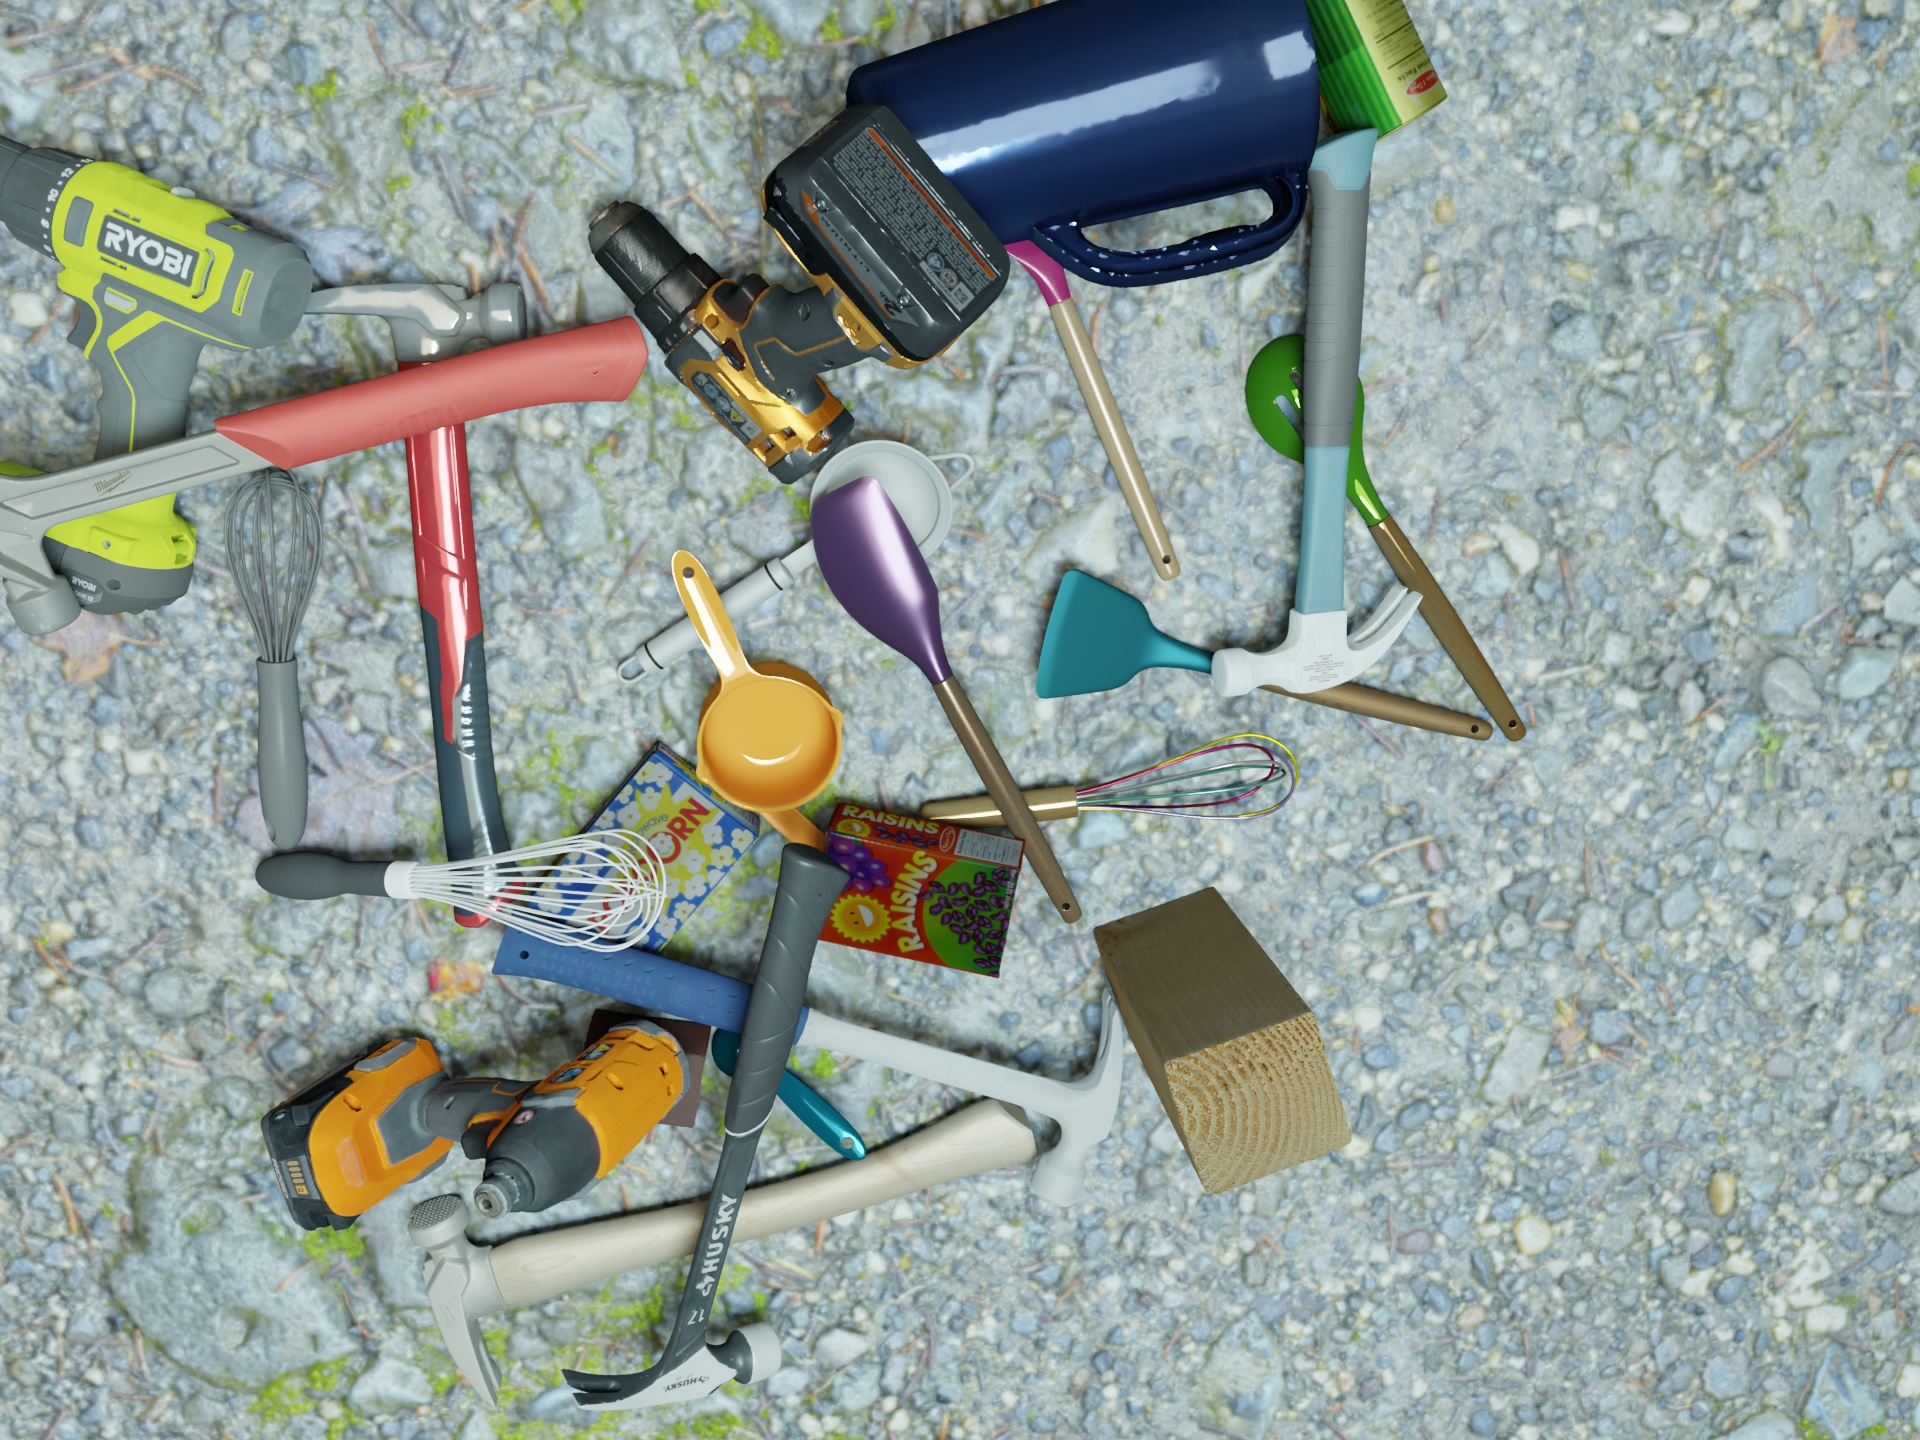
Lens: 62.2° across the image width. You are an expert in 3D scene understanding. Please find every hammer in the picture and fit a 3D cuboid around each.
[{"bbox_3d":[-0.138,0.255,0.960,0.149,0.036,0.408,-1,116,-38],"label":"hammer"},{"bbox_3d":[0.219,-0.178,0.950,0.128,0.033,0.331,-5,108,-13],"label":"hammer"},{"bbox_3d":[-0.147,0.341,1.069,0.410,0.038,0.146,-14,106,-3],"label":"hammer"},{"bbox_3d":[-0.087,0.190,1.002,0.405,0.035,0.144,19,101,-11],"label":"hammer"},{"bbox_3d":[-0.344,-0.166,0.849,0.359,0.037,0.149,-20,125,-18],"label":"hammer"},{"bbox_3d":[-0.321,-0.062,0.953,0.143,0.038,0.386,-2,103,-5],"label":"hammer"}]

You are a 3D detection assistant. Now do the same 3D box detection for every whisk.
[{"bbox_3d":[-0.301,0.095,0.943,0.284,0.070,0.070,1,104,19],"label":"whisk"},{"bbox_3d":[-0.404,-0.034,0.946,0.055,0.055,0.239,3,107,-7],"label":"whisk"},{"bbox_3d":[0.096,0.045,1.026,0.245,0.051,0.047,-7,115,1],"label":"whisk"}]

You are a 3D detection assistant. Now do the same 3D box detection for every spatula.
[{"bbox_3d":[-0.002,-0.003,0.978,0.060,0.018,0.315,-26,108,12],"label":"spatula"},{"bbox_3d":[0.201,-0.024,1.020,0.317,0.044,0.082,13,98,-10],"label":"spatula"}]

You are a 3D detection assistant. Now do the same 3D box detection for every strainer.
[{"bbox_3d":[-0.105,-0.096,0.969,0.258,0.050,0.086,-32,117,7],"label":"strainer"}]

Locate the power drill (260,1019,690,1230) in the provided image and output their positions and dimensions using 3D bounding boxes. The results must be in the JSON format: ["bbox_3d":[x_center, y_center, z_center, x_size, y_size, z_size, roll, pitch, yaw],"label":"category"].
[{"bbox_3d":[-0.292,0.241,0.929,0.226,0.164,0.084,-9,102,23],"label":"power drill"}]

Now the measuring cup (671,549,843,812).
[{"bbox_3d":[-0.134,-0.029,0.969,0.095,0.052,0.173,-23,109,-1],"label":"measuring cup"}]

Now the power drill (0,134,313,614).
[{"bbox_3d":[-0.480,-0.191,0.872,0.190,0.080,0.228,23,104,-2],"label":"power drill"}]

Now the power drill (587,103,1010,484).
[{"bbox_3d":[-0.099,-0.238,0.857,0.185,0.226,0.084,47,58,-14],"label":"power drill"}]

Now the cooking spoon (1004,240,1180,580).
[{"bbox_3d":[0.070,-0.231,0.969,0.069,0.017,0.318,-26,104,-6],"label":"cooking spoon"}]

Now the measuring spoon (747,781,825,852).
[{"bbox_3d":[-0.093,0.078,1.027,0.117,0.011,0.021,42,114,-11],"label":"measuring spoon"}]

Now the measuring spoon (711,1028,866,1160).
[{"bbox_3d":[-0.111,0.244,1.038,0.128,0.021,0.042,41,91,4],"label":"measuring spoon"}]

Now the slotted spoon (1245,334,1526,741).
[{"bbox_3d":[0.283,-0.109,1.018,0.070,0.031,0.313,-35,106,7],"label":"slotted spoon"}]
